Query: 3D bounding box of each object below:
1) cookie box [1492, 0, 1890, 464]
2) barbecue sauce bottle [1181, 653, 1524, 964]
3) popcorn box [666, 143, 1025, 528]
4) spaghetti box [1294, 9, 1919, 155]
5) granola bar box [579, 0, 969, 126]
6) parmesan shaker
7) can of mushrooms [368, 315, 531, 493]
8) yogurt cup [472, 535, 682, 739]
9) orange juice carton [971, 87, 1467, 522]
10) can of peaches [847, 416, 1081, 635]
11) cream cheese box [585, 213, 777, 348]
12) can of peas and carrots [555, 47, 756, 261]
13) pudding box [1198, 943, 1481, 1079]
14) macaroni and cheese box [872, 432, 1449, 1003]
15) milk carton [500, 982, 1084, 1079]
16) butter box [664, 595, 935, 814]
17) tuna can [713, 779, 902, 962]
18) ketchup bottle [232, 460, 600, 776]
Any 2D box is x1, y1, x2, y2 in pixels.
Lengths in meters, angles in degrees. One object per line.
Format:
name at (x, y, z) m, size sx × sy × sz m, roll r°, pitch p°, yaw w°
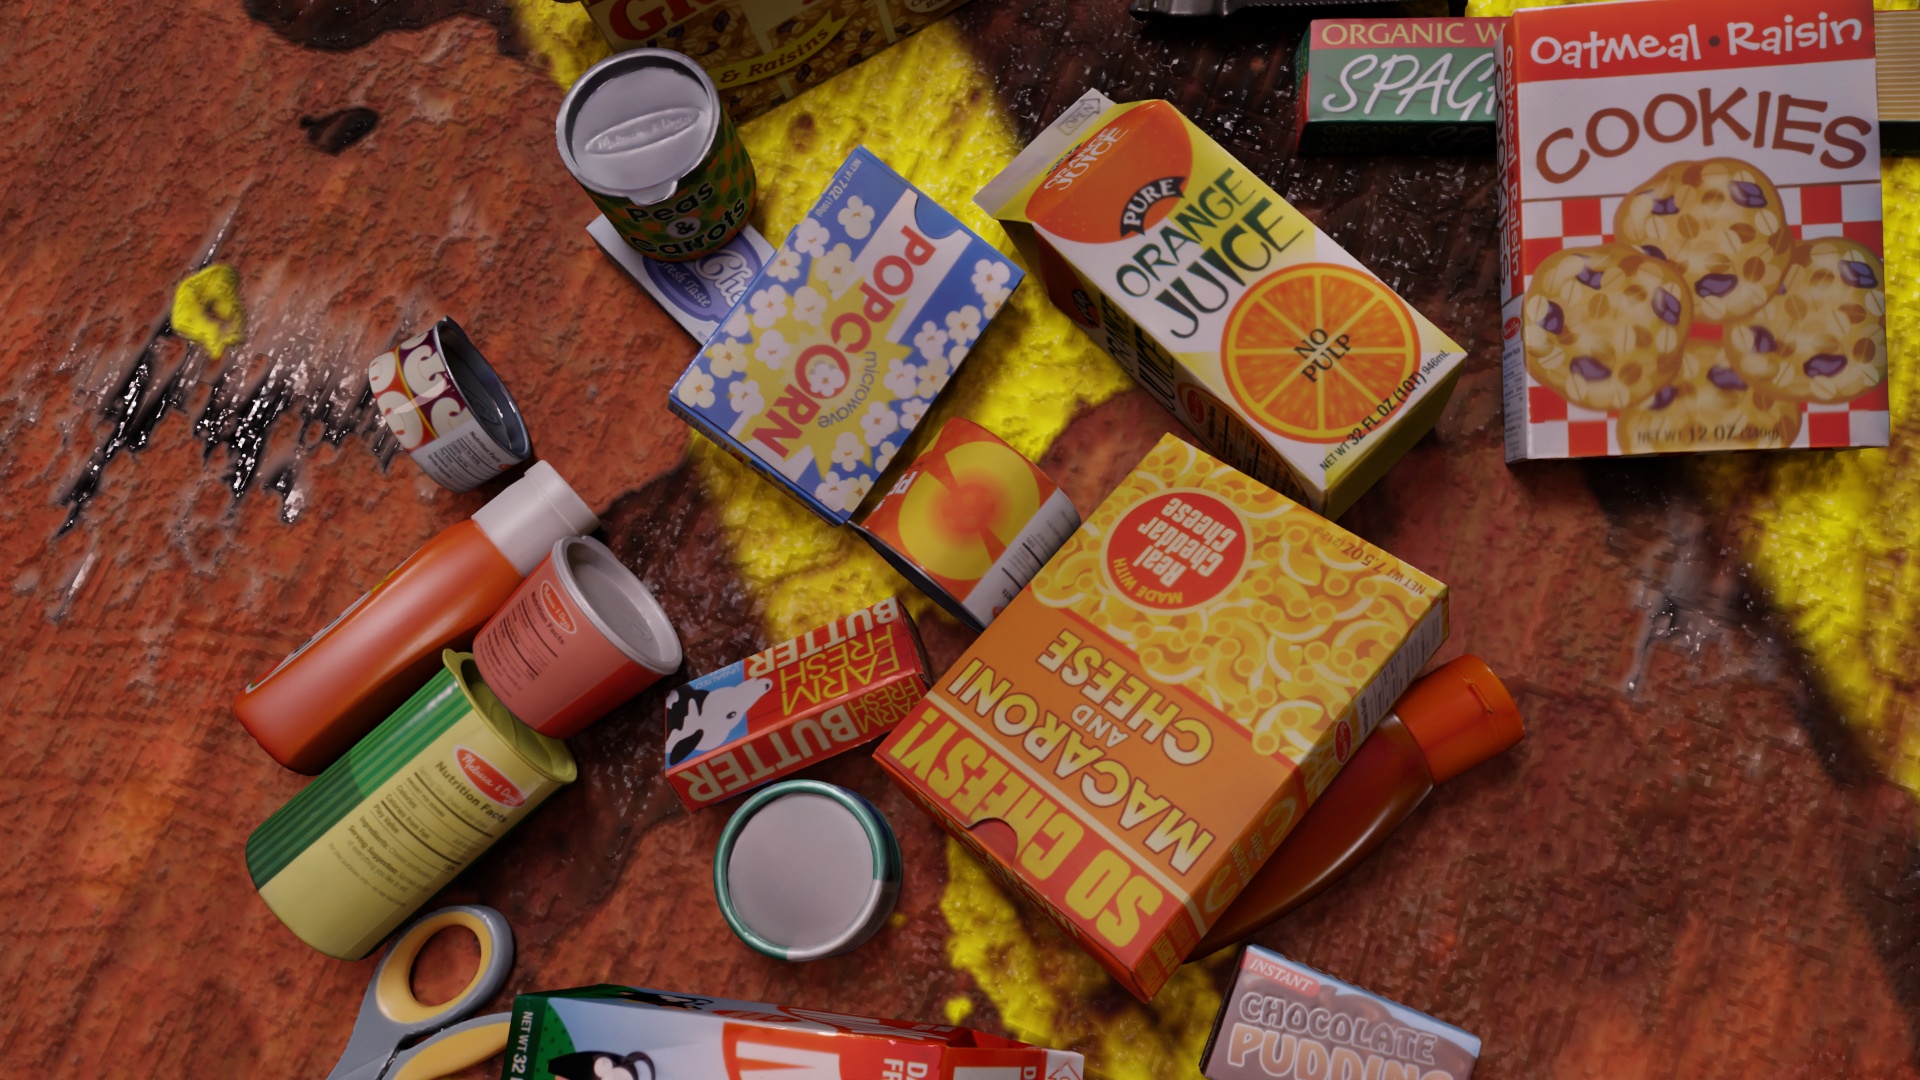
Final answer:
cookie box at (0.267, -0.115, 0.516) m, size 0.123 × 0.040 × 0.167 m, roll -2°, pitch 89°, yaw 8°
barbecue sauce bottle at (0.127, 0.090, 0.497) m, size 0.148 × 0.043 × 0.065 m, roll -28°, pitch 68°, yaw 0°
popcorn box at (-0.046, -0.080, 0.556) m, size 0.085 × 0.038 × 0.127 m, roll 36°, pitch 82°, yaw -9°
spaghetti box at (0.263, -0.183, 0.559) m, size 0.250 × 0.028 × 0.050 m, roll 3°, pitch 76°, yaw 9°
granola bar box at (-0.071, -0.242, 0.574) m, size 0.165 × 0.124 × 0.039 m, roll -28°, pitch 72°, yaw 1°
parmesan shaker at (-0.211, 0.099, 0.531) m, size 0.103 × 0.071 × 0.071 m, roll -41°, pitch 73°, yaw -3°
can of mushrooms at (-0.211, -0.056, 0.575) m, size 0.033 × 0.071 × 0.071 m, roll -30°, pitch 73°, yaw 1°
yogurt cup at (-0.151, 0.040, 0.542) m, size 0.054 × 0.072 × 0.072 m, roll -40°, pitch 73°, yaw 5°
orange juice carton at (0.093, -0.096, 0.537) m, size 0.072 × 0.073 × 0.193 m, roll -43°, pitch 73°, yaw -4°
can of peaches at (0.002, -0.007, 0.529) m, size 0.071 × 0.071 × 0.058 m, roll 38°, pitch 83°, yaw 16°
cream cheese box at (-0.107, -0.115, 0.597) m, size 0.053 × 0.024 × 0.104 m, roll -45°, pitch 74°, yaw -6°
can of peas and carrots at (-0.121, -0.153, 0.565) m, size 0.071 × 0.058 × 0.071 m, roll -2°, pitch 74°, yaw 7°
pudding box at (0.130, 0.178, 0.480) m, size 0.084 × 0.030 × 0.050 m, roll 21°, pitch 78°, yaw 13°
macaroni and cheese box at (0.069, 0.054, 0.487) m, size 0.124 × 0.040 × 0.167 m, roll 34°, pitch 73°, yaw 35°
milk carton at (-0.056, 0.201, 0.478) m, size 0.191 × 0.073 × 0.072 m, roll 5°, pitch 76°, yaw 9°
butter box at (-0.062, 0.061, 0.529) m, size 0.103 × 0.024 × 0.053 m, roll -22°, pitch 32°, yaw 2°
tuna can at (-0.059, 0.121, 0.521) m, size 0.071 × 0.032 × 0.071 m, roll -2°, pitch 75°, yaw 7°
ketchup bottle at (-0.213, 0.029, 0.557) m, size 0.149 × 0.064 × 0.043 m, roll -42°, pitch 94°, yaw -13°
